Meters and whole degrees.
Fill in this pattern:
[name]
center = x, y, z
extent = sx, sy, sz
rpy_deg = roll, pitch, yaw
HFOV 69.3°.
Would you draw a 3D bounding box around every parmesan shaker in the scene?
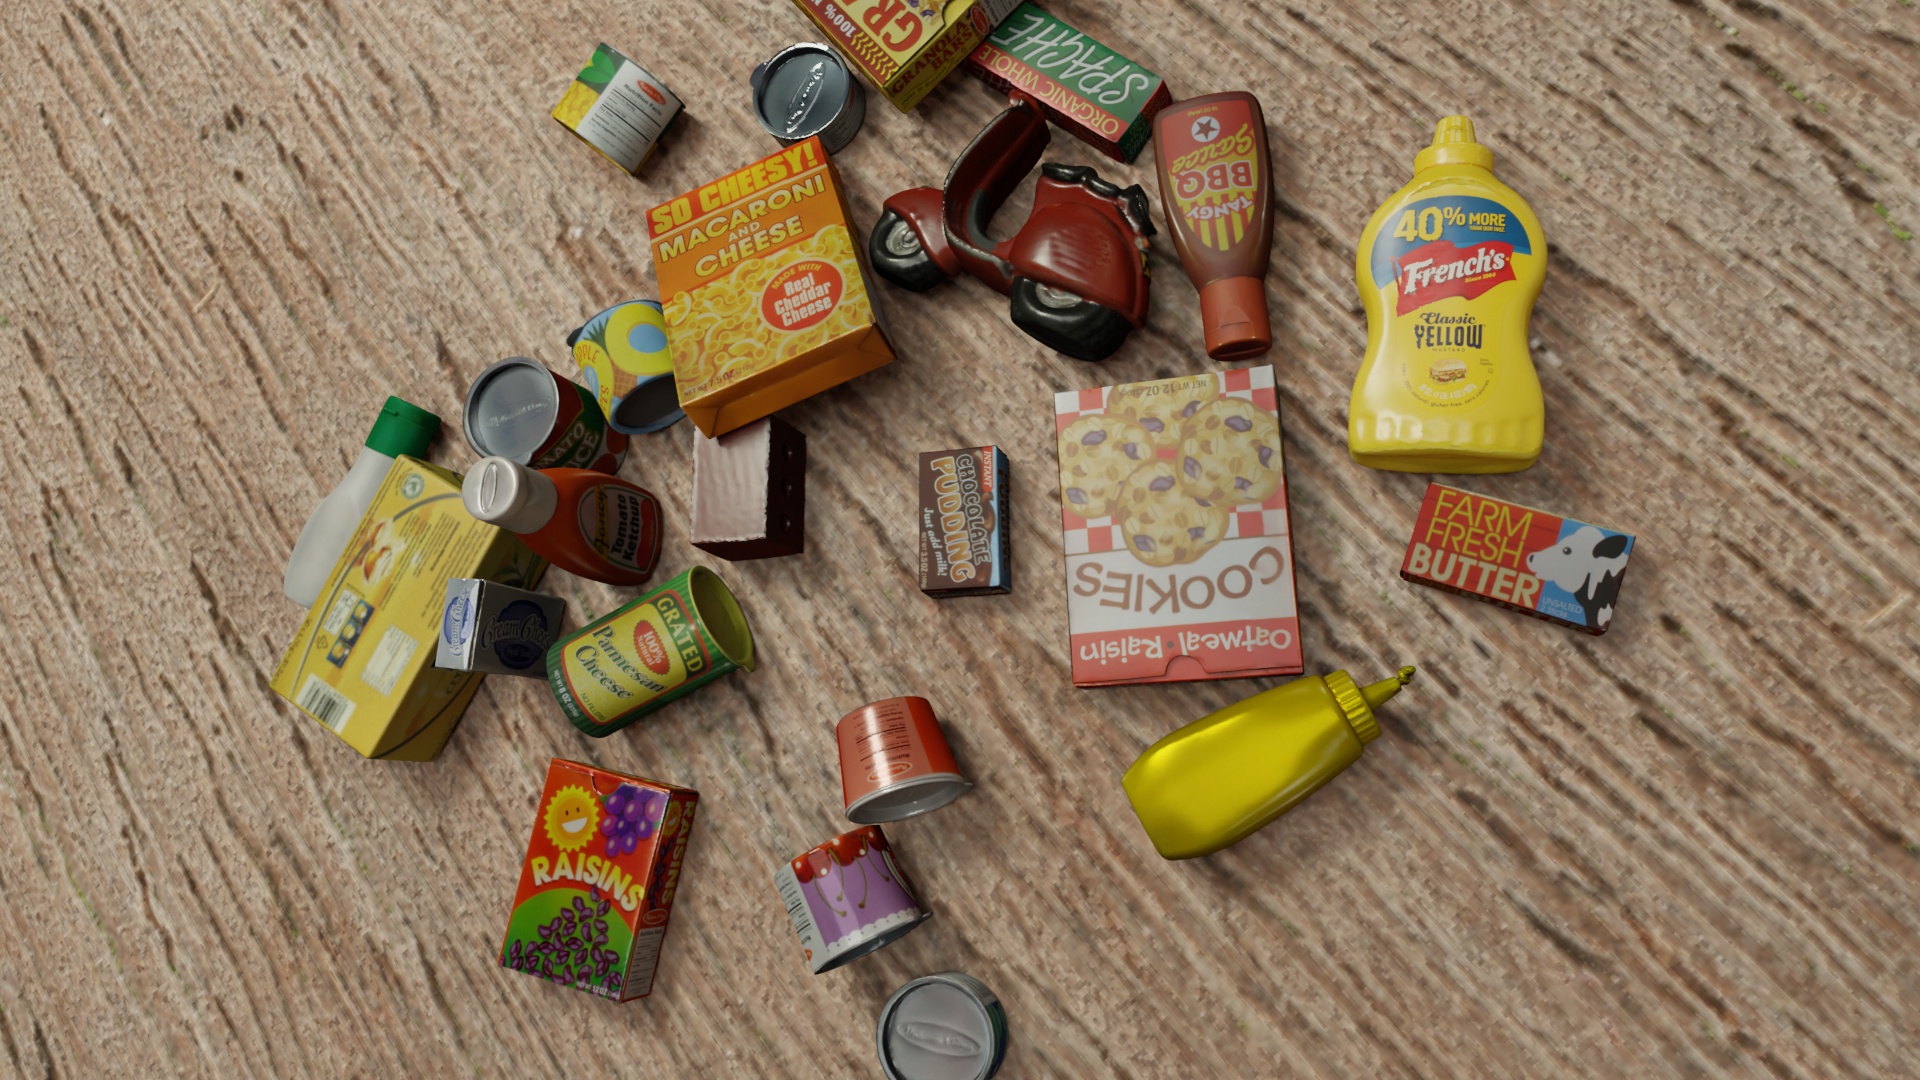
[parmesan shaker]
center = -0.183, 0.069, 0.825
extent = 0.103, 0.071, 0.071
rpy_deg = -28, 73, 10

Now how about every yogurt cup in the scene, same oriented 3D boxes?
[yogurt cup]
center = -0.037, 0.121, 0.772
extent = 0.072, 0.072, 0.054
rpy_deg = -22, 65, 12

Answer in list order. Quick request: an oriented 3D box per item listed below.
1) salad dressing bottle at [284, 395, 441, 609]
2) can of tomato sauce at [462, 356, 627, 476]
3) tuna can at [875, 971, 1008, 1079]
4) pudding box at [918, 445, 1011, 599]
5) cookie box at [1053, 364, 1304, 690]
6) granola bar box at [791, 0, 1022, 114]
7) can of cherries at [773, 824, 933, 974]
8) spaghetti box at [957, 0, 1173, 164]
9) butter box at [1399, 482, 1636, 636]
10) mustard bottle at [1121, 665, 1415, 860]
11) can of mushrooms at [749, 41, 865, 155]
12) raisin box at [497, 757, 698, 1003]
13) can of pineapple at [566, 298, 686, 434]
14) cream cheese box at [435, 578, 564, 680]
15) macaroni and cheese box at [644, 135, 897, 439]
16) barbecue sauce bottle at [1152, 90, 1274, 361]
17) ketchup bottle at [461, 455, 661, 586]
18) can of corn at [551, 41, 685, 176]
[salad dressing bottle]
center = -0.393, -0.023, 0.919
extent = 0.064, 0.044, 0.147
rpy_deg = 22, 85, 22
[can of tomato sauce]
center = -0.256, -0.069, 0.866
extent = 0.071, 0.083, 0.071
rpy_deg = -3, 78, 16
[tuna can]
center = -0.010, 0.270, 0.748
extent = 0.071, 0.033, 0.071
rpy_deg = -3, 78, 16
[pudding box]
center = 0.003, -0.010, 0.804
extent = 0.049, 0.030, 0.084
rpy_deg = -3, 78, 15
[cookie box]
center = 0.119, -0.005, 0.762
extent = 0.123, 0.040, 0.167
rpy_deg = -6, 77, 16
[granola bar box]
center = -0.046, -0.363, 0.855
extent = 0.124, 0.039, 0.166
rpy_deg = -43, 70, 5
[can of cherries]
center = -0.059, 0.195, 0.763
extent = 0.071, 0.071, 0.058
rpy_deg = -31, 71, 9
[spaghetti box]
center = 0.018, -0.315, 0.863
extent = 0.250, 0.028, 0.050
rpy_deg = 37, 92, 20
[butter box]
center = 0.286, 0.009, 0.717
extent = 0.103, 0.024, 0.053
rpy_deg = 17, 84, 19
[mustard bottle]
center = 0.165, 0.108, 0.720
extent = 0.160, 0.049, 0.065
rpy_deg = -29, 73, 9
[can of mushrooms]
center = -0.098, -0.282, 0.889
extent = 0.071, 0.033, 0.071
rpy_deg = -3, 79, 16
[raisin box]
center = -0.214, 0.199, 0.821
extent = 0.086, 0.040, 0.123
rpy_deg = 10, 81, 19
[can of pineapple]
center = -0.202, -0.107, 0.865
extent = 0.071, 0.071, 0.058
rpy_deg = -34, 72, 8
[cream cheese box]
center = -0.275, 0.055, 0.835
extent = 0.024, 0.103, 0.053
rpy_deg = 5, 82, 11
[macaroni and cheese box]
center = -0.118, -0.155, 0.838
extent = 0.124, 0.040, 0.167
rpy_deg = -22, 56, 7
[barbecue sauce bottle]
center = 0.148, -0.177, 0.787
extent = 0.065, 0.043, 0.149
rpy_deg = -9, 77, 14
[ketchup bottle]
center = -0.230, -0.014, 0.812
extent = 0.043, 0.148, 0.065
rpy_deg = -1, 79, 18
[can of corn]
center = -0.225, -0.282, 0.911
extent = 0.071, 0.071, 0.058
rpy_deg = 36, 91, 20
